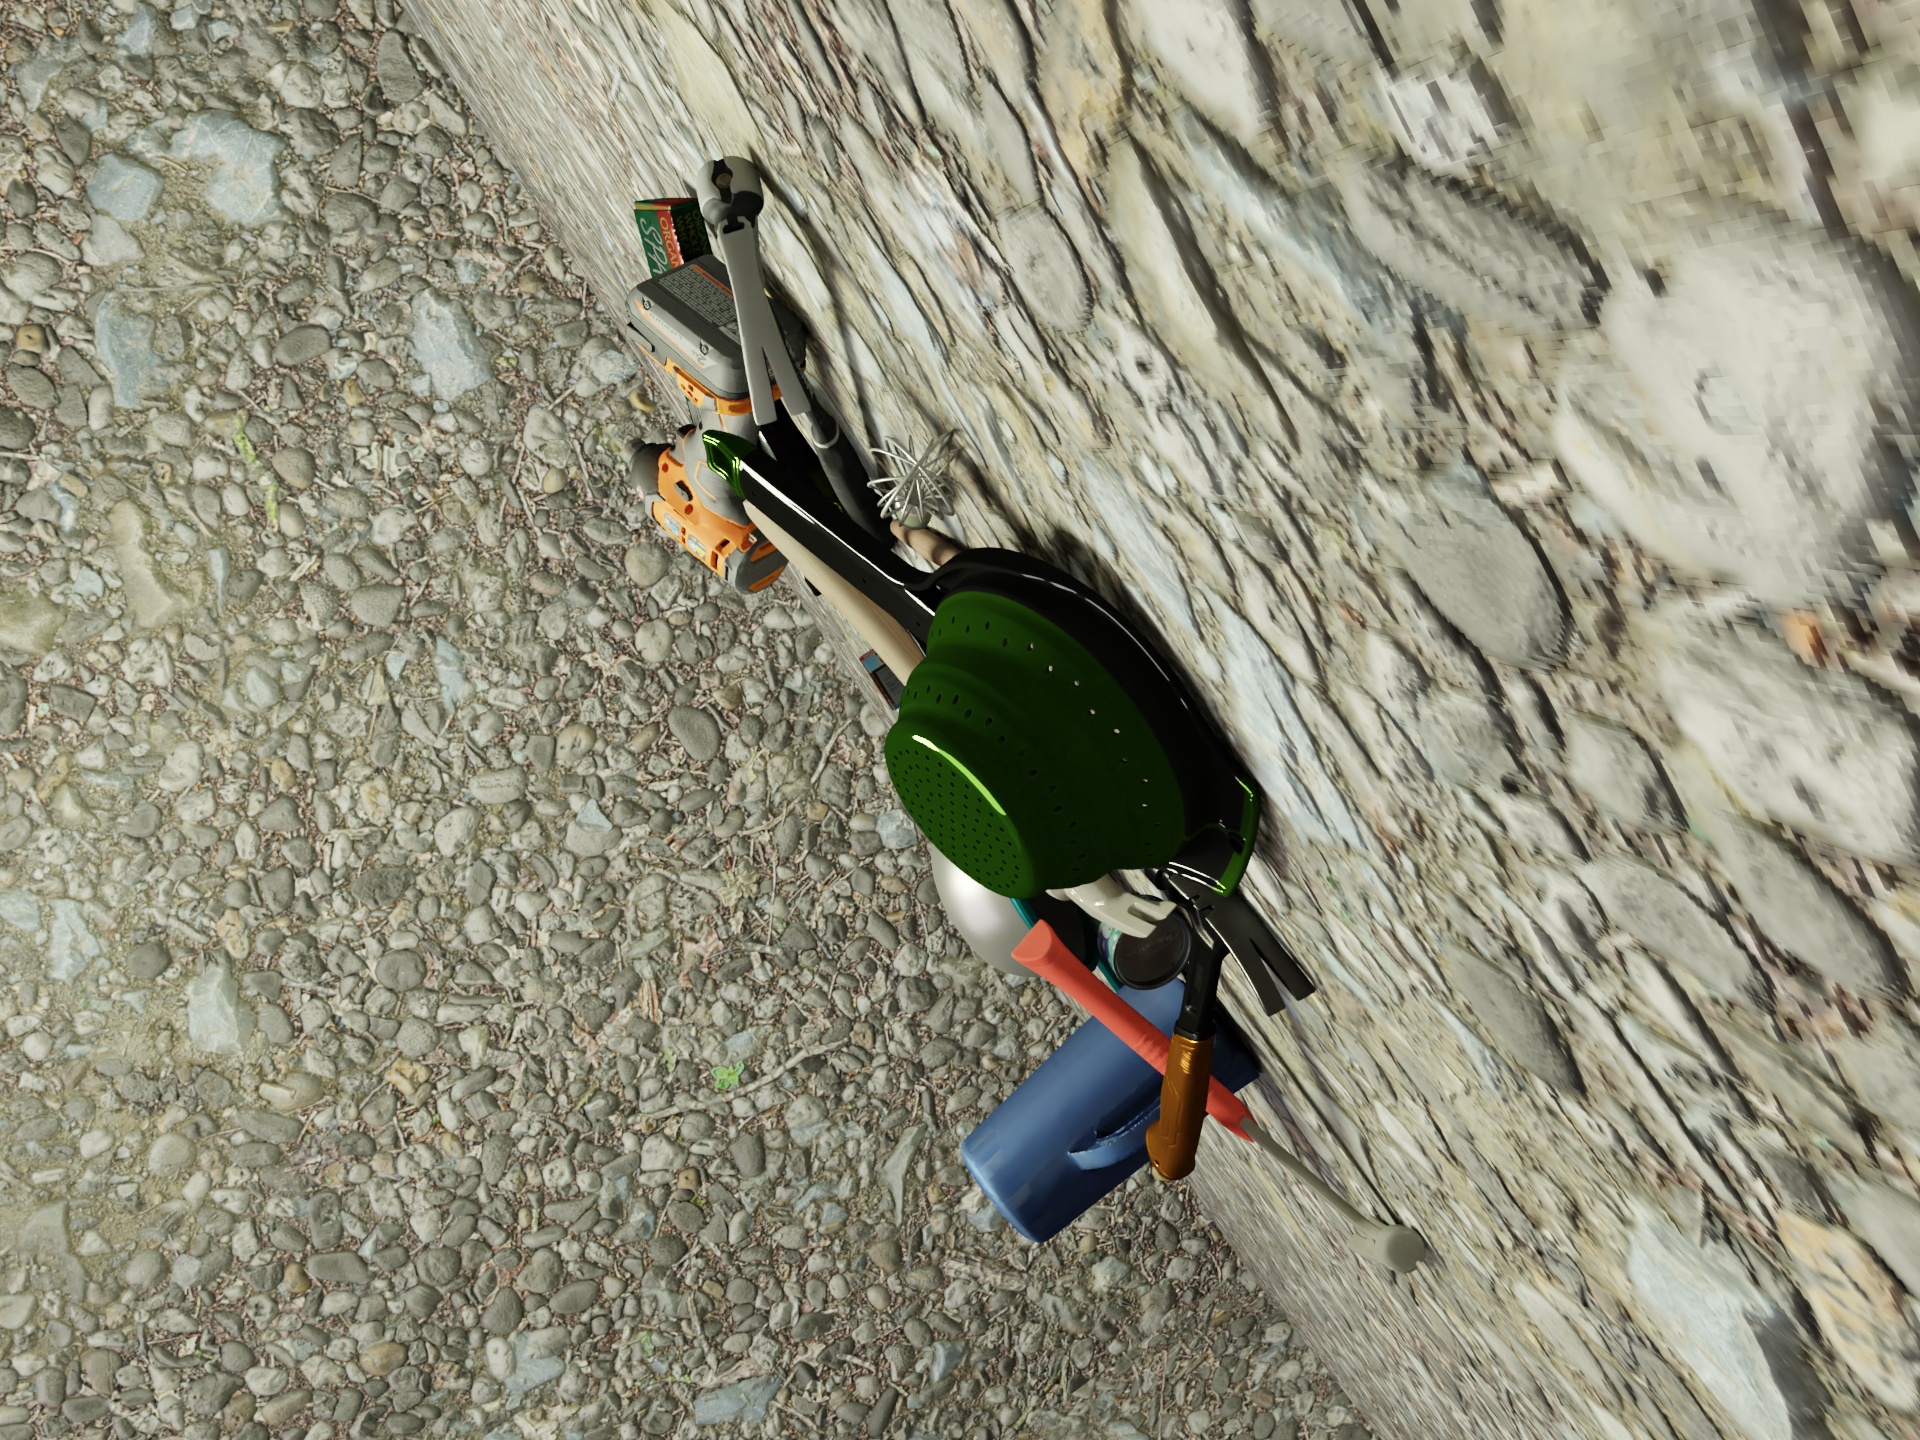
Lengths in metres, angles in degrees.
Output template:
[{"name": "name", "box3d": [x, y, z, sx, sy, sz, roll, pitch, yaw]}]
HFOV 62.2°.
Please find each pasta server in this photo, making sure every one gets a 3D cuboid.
[{"name": "pasta server", "box3d": [-0.012, -0.102, 1.056, 0.060, 0.040, 0.316, 42, -179, -21]}]

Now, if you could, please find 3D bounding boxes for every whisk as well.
[{"name": "whisk", "box3d": [-0.027, -0.136, 0.952, 0.058, 0.059, 0.246, 39, 180, -3]}]

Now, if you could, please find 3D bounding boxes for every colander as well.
[{"name": "colander", "box3d": [-0.029, -0.025, 0.833, 0.397, 0.094, 0.204, 39, 154, 24]}]

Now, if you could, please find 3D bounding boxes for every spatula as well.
[{"name": "spatula", "box3d": [-0.069, -0.110, 1.239, 0.315, 0.018, 0.060, 55, -175, -12]}]

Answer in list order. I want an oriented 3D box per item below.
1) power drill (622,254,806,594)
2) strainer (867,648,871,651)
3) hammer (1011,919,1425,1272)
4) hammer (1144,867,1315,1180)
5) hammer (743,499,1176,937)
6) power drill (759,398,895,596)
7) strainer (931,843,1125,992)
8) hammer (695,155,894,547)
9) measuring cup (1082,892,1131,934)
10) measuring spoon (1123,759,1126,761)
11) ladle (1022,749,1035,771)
[{"name": "power drill", "box3d": [-0.190, -0.217, 1.160, 0.164, 0.084, 0.226, 40, 144, 21]}, {"name": "strainer", "box3d": [-0.018, 0.025, 1.325, 0.259, 0.050, 0.086, 53, 175, 35]}, {"name": "hammer", "box3d": [0.186, 0.280, 1.197, 0.359, 0.037, 0.149, 40, 171, 7]}, {"name": "hammer", "box3d": [0.158, 0.221, 1.049, 0.127, 0.034, 0.336, 51, 156, 35]}, {"name": "hammer", "box3d": [-0.002, -0.003, 1.096, 0.410, 0.038, 0.146, 50, 166, -23]}, {"name": "power drill", "box3d": [-0.146, -0.221, 1.331, 0.223, 0.080, 0.171, 59, 174, -1]}, {"name": "strainer", "box3d": [0.068, 0.196, 1.465, 0.340, 0.095, 0.211, 54, -164, -27]}, {"name": "hammer", "box3d": [-0.091, -0.194, 1.050, 0.408, 0.036, 0.149, 61, -165, -74]}, {"name": "measuring cup", "box3d": [0.137, 0.173, 1.392, 0.083, 0.038, 0.167, 54, 177, 10]}, {"name": "measuring spoon", "box3d": [0.101, 0.032, 1.026, 0.034, 0.018, 0.124, 54, -179, 18]}, {"name": "ladle", "box3d": [0.082, 0.059, 1.245, 0.078, 0.062, 0.320, 54, 169, -21]}]
